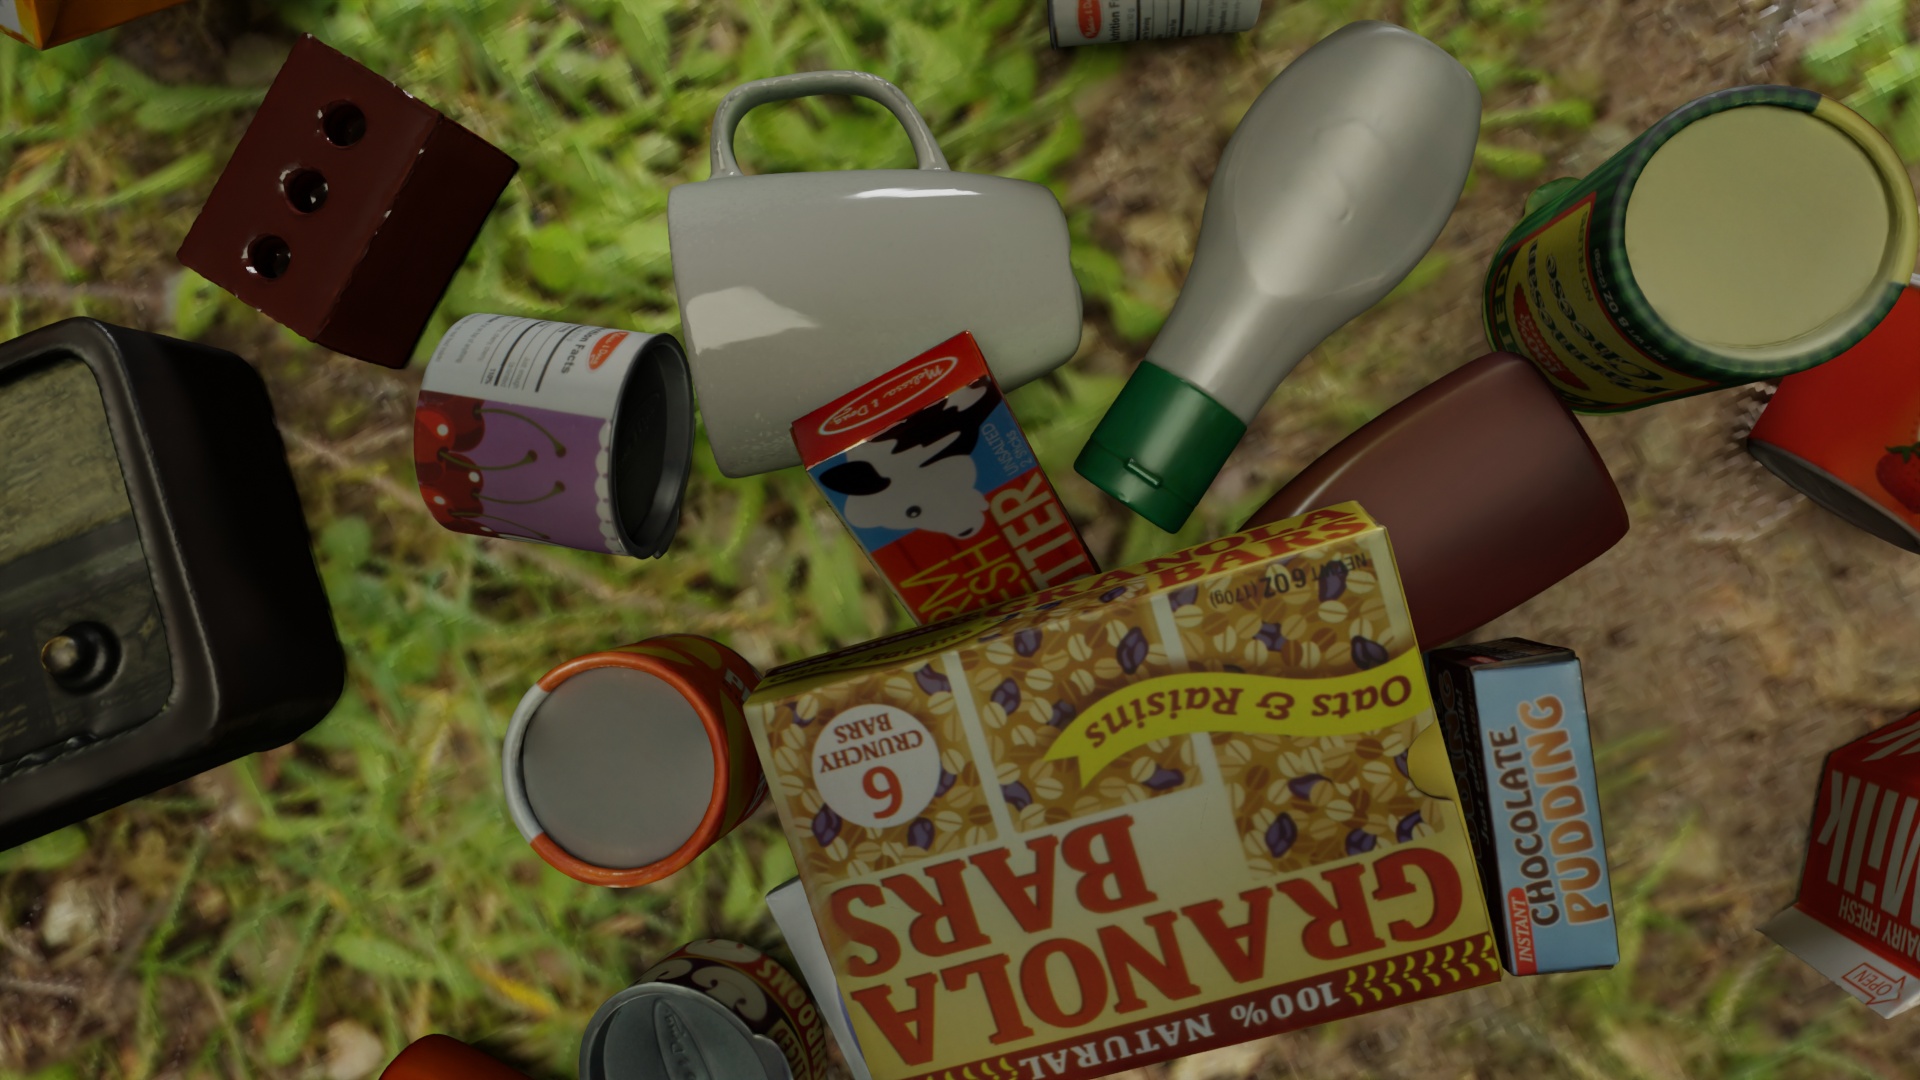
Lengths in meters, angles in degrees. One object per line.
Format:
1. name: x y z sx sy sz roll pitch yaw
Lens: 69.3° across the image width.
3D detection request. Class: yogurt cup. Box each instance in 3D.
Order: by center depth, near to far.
1. yogurt cup: 0.249 -0.032 0.366 0.072 0.072 0.054 35 102 5

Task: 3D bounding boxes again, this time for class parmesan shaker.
1. parmesan shaker: 0.178 -0.071 0.353 0.071 0.103 0.071 0 90 7

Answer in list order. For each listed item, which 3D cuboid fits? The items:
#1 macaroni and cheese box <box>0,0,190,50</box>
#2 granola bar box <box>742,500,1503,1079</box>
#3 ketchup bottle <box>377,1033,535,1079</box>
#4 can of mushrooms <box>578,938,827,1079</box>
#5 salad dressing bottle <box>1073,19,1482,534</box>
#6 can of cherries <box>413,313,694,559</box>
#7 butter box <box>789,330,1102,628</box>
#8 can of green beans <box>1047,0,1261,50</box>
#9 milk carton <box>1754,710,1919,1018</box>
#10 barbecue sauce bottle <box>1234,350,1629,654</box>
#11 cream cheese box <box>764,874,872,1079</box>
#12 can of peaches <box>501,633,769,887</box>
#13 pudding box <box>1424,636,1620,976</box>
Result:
1. macaroni and cheese box: -0.282 -0.206 0.397 0.166 0.124 0.040 26 131 6
2. granola bar box: 0.042 0.073 0.362 0.165 0.039 0.124 -17 100 7
3. ketchup bottle: -0.112 0.209 0.415 0.149 0.043 0.064 25 94 6
4. can of mushrooms: -0.073 0.154 0.408 0.071 0.033 0.071 3 99 19
5. salad dressing bottle: 0.087 -0.072 0.394 0.064 0.044 0.147 34 95 3
6. can of cherries: -0.116 -0.028 0.405 0.058 0.071 0.071 7 91 6
7. butter box: 0.001 -0.005 0.381 0.053 0.103 0.024 -28 43 6
8. can of green beans: 0.052 -0.174 0.386 0.058 0.071 0.071 -3 90 6
9. milk carton: 0.306 0.068 0.354 0.190 0.072 0.073 -28 88 6
10. barbecue sauce bottle: 0.105 0.011 0.391 0.148 0.044 0.065 -32 94 6
11. cream cheese box: -0.011 0.138 0.413 0.053 0.024 0.104 -28 87 7
12. can of peaches: -0.089 0.062 0.405 0.071 0.058 0.071 0 90 7
13. pudding box: 0.153 0.070 0.382 0.030 0.049 0.083 -7 90 5
